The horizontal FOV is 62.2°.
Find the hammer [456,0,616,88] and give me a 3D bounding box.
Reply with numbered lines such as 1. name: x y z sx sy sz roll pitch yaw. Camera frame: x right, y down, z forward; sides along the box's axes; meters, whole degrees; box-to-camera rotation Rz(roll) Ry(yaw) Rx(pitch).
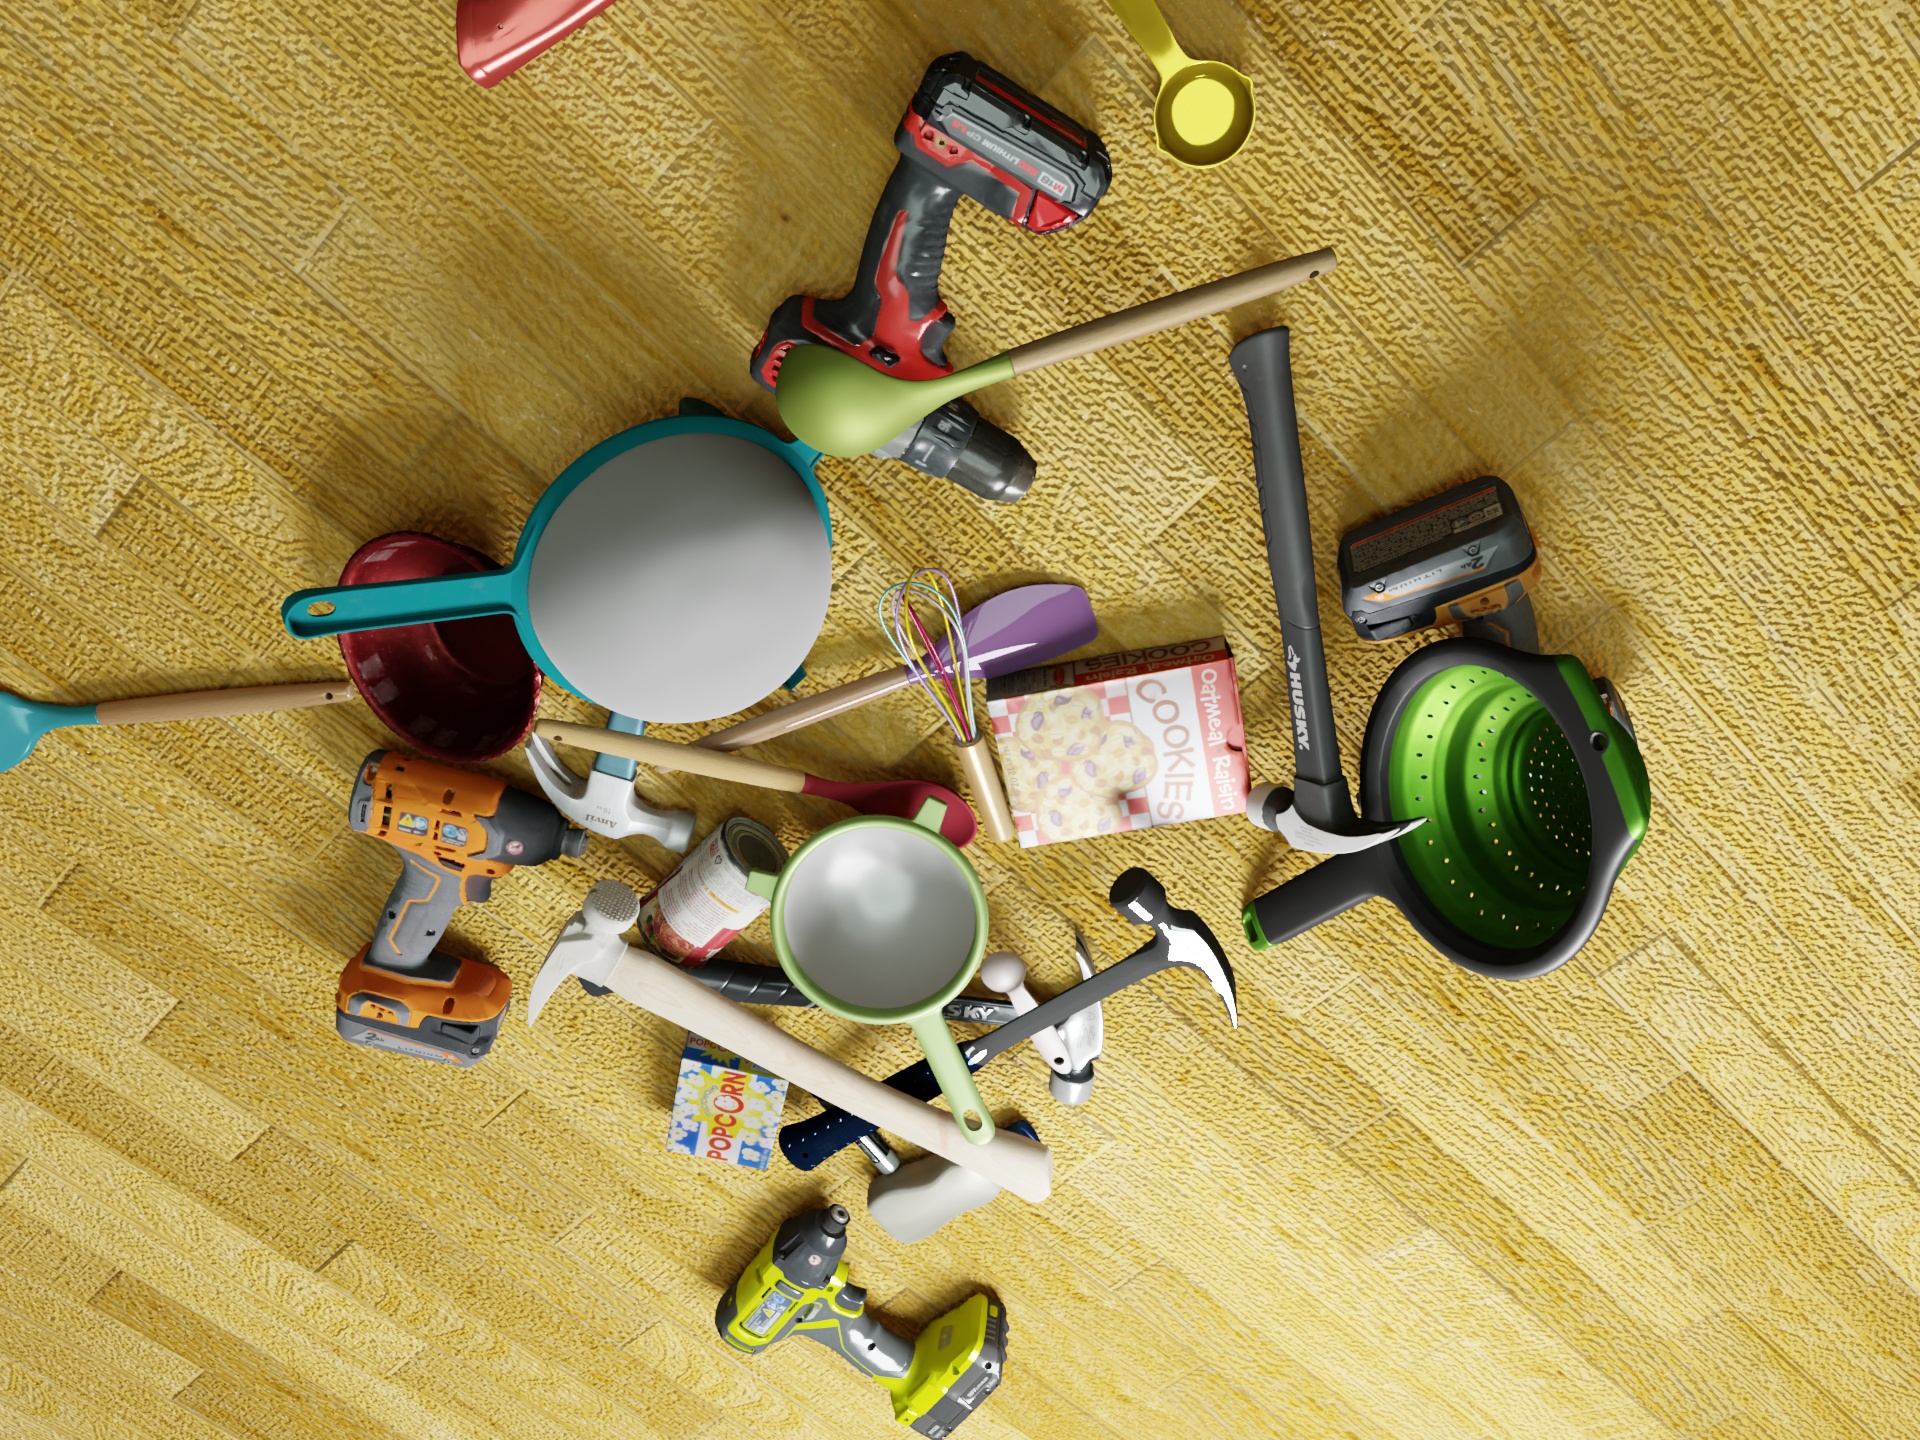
1. hammer: -0.120 -0.444 0.851 0.359 0.037 0.149 -28 114 16

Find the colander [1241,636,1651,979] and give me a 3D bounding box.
1. colander: 0.313 0.077 1.026 0.094 0.205 0.397 -9 161 -25

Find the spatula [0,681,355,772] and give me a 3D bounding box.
1. spatula: -0.583 0.000 1.116 0.317 0.044 0.082 -6 115 5

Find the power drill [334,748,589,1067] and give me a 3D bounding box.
1. power drill: -0.368 0.140 1.166 0.164 0.084 0.226 14 115 -5

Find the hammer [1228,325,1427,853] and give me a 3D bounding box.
1. hammer: 0.212 -0.075 0.989 0.035 0.146 0.334 -17 106 -23

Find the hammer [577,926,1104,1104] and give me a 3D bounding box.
1. hammer: -0.091 0.207 1.216 0.409 0.036 0.149 7 118 -1

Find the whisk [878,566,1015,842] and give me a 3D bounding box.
1. whisk: -0.003 -0.002 1.069 0.051 0.047 0.244 -18 130 2

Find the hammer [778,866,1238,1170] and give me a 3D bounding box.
1. hammer: 0.022 0.247 1.180 0.405 0.035 0.144 -34 116 28

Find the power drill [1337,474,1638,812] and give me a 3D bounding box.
1. power drill: 0.320 -0.028 1.042 0.185 0.084 0.226 -22 121 23

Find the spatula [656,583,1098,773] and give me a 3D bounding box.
1. spatula: -0.061 -0.024 1.079 0.316 0.018 0.059 -20 120 5

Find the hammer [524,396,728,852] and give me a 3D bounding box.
1. hammer: -0.207 -0.059 1.073 0.128 0.033 0.330 17 118 -8

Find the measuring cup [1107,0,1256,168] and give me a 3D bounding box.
1. measuring cup: 0.109 -0.381 0.889 0.062 0.029 0.156 -32 101 19

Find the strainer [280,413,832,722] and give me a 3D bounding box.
1. strainer: -0.214 -0.063 0.943 0.340 0.095 0.210 -10 129 -30

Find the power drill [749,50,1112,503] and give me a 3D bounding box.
1. power drill: 0.002 -0.247 0.936 0.187 0.080 0.226 28 120 -13

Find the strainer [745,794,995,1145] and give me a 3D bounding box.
1. strainer: -0.033 0.179 1.129 0.151 0.069 0.256 -23 101 7

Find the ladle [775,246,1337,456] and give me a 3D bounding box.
1. ladle: 0.051 -0.218 0.891 0.320 0.062 0.078 -17 153 4

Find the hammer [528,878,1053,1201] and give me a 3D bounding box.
1. hammer: -0.115 0.259 1.165 0.410 0.038 0.146 30 126 -13

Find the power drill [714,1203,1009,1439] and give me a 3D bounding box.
1. power drill: -0.076 0.510 1.363 0.223 0.080 0.171 32 116 -11

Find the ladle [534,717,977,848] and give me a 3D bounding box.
1. ladle: -0.133 0.039 1.088 0.315 0.031 0.069 14 134 -22

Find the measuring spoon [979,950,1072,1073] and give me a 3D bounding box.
1. measuring spoon: 0.052 0.223 1.187 0.034 0.018 0.124 -25 114 15
